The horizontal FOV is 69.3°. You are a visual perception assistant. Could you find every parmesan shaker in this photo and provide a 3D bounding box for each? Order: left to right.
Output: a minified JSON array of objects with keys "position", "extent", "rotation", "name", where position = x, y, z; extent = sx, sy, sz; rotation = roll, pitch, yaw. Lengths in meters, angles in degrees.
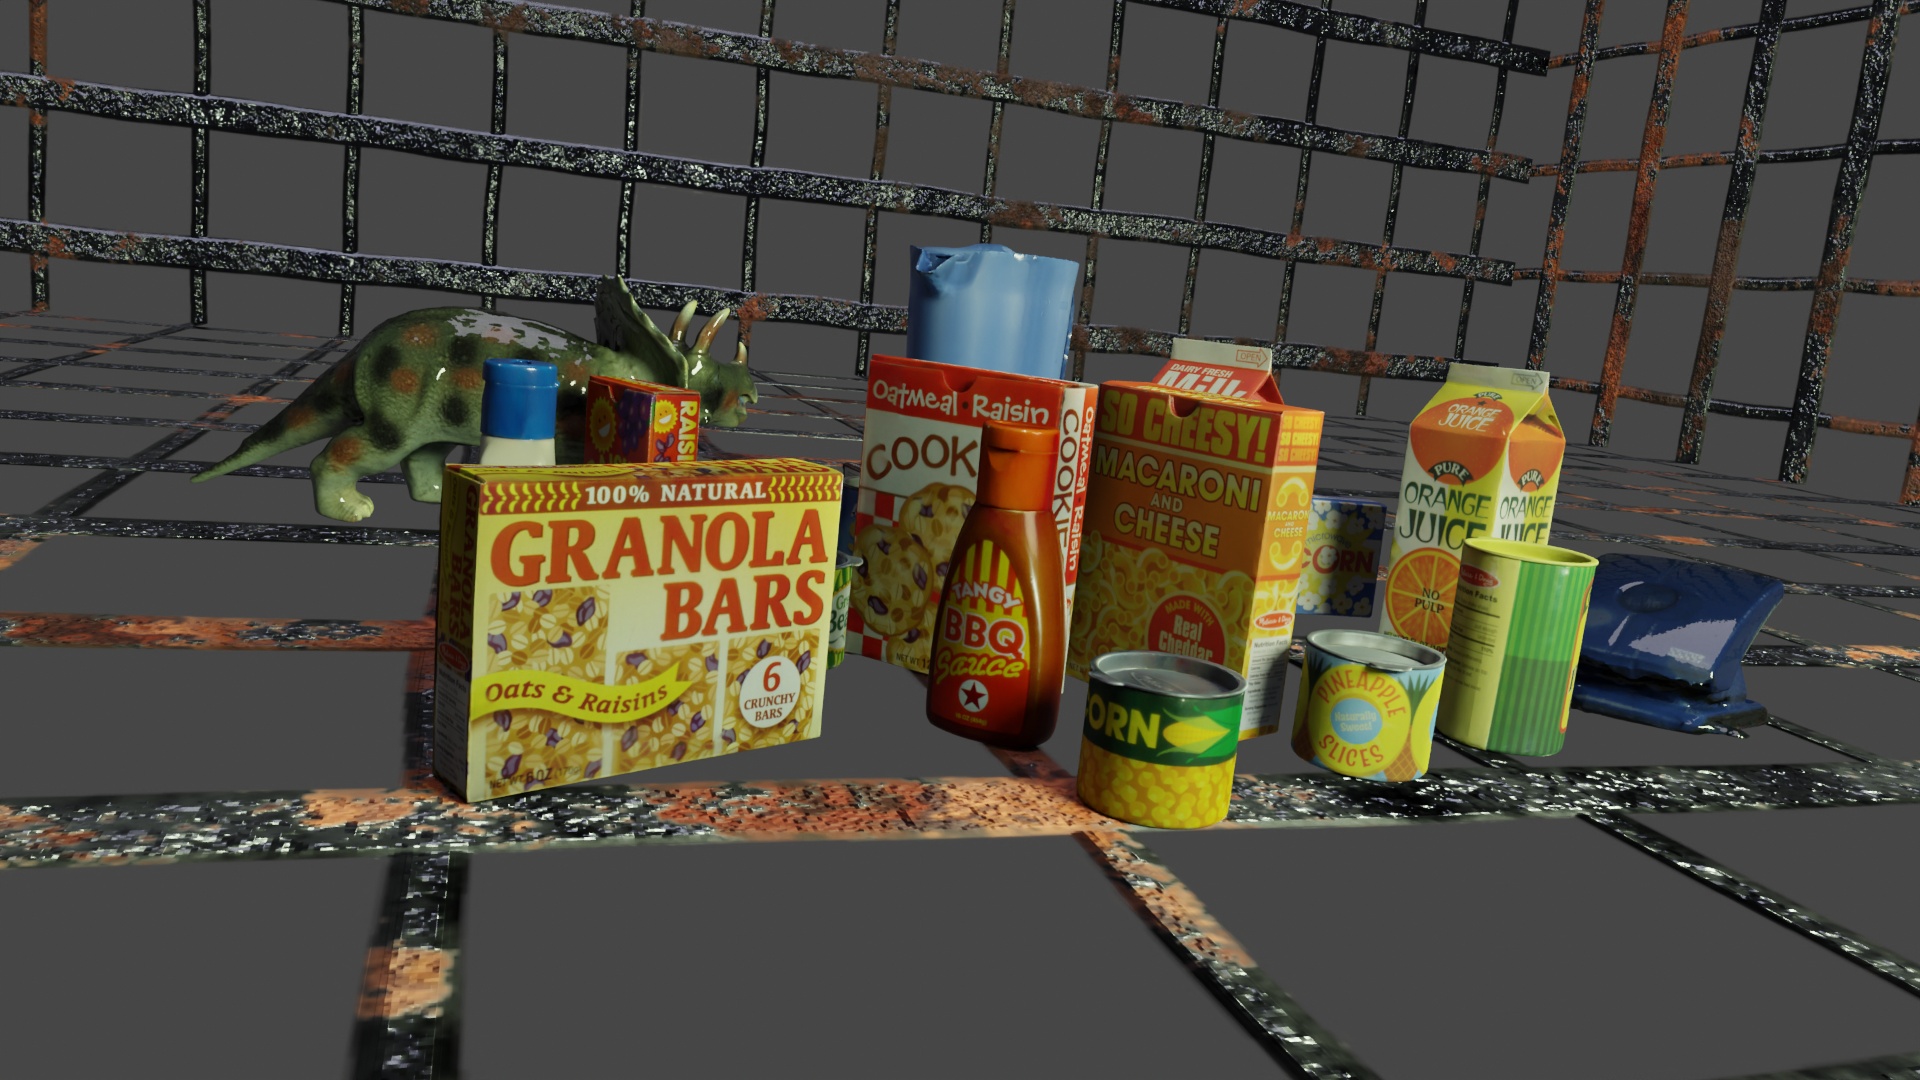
[{"position":[0.292,0.055,0.738],"extent":[0.071,0.103,0.071],"rotation":[6,10,-1],"name":"parmesan shaker"}]

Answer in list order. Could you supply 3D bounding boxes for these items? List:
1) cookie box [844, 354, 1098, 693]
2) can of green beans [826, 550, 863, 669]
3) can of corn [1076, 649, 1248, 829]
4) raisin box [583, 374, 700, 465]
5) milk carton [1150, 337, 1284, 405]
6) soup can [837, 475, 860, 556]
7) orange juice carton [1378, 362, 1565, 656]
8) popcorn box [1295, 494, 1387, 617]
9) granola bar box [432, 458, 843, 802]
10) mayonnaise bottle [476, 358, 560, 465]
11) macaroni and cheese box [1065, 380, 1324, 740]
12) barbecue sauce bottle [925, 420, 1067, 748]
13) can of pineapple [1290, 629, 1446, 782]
[{"position":[0.003,-0.009,0.744],"extent":[0.123,0.167,0.040],"rotation":[12,12,32],"name":"cookie box"},{"position":[-0.093,0.035,0.752],"extent":[0.071,0.057,0.071],"rotation":[6,10,-1],"name":"can of green beans"},{"position":[0.082,0.083,0.587],"extent":[0.071,0.058,0.071],"rotation":[6,10,-1],"name":"can of corn"},{"position":[-0.218,-0.045,0.938],"extent":[0.040,0.123,0.086],"rotation":[-4,14,-44],"name":"raisin box"},{"position":[0.148,-0.027,0.857],"extent":[0.072,0.190,0.073],"rotation":[14,12,38],"name":"milk carton"},{"position":[-0.046,0.006,0.864],"extent":[0.071,0.083,0.071],"rotation":[6,10,-1],"name":"soup can"},{"position":[0.338,-0.019,0.914],"extent":[0.073,0.192,0.072],"rotation":[-2,13,-39],"name":"orange juice carton"},{"position":[0.240,0.009,1.010],"extent":[0.127,0.085,0.038],"rotation":[4,10,-12],"name":"popcorn box"},{"position":[-0.130,0.030,0.574],"extent":[0.166,0.124,0.039],"rotation":[-4,14,-44],"name":"granola bar box"},{"position":[-0.230,-0.018,0.715],"extent":[0.041,0.147,0.065],"rotation":[4,10,-13],"name":"mayonnaise bottle"},{"position":[0.118,0.006,0.729],"extent":[0.040,0.166,0.124],"rotation":[-3,13,-41],"name":"macaroni and cheese box"},{"position":[0.021,0.019,0.653],"extent":[0.065,0.148,0.044],"rotation":[11,11,29],"name":"barbecue sauce bottle"},{"position":[0.197,0.079,0.674],"extent":[0.071,0.057,0.071],"rotation":[6,10,-1],"name":"can of pineapple"}]
